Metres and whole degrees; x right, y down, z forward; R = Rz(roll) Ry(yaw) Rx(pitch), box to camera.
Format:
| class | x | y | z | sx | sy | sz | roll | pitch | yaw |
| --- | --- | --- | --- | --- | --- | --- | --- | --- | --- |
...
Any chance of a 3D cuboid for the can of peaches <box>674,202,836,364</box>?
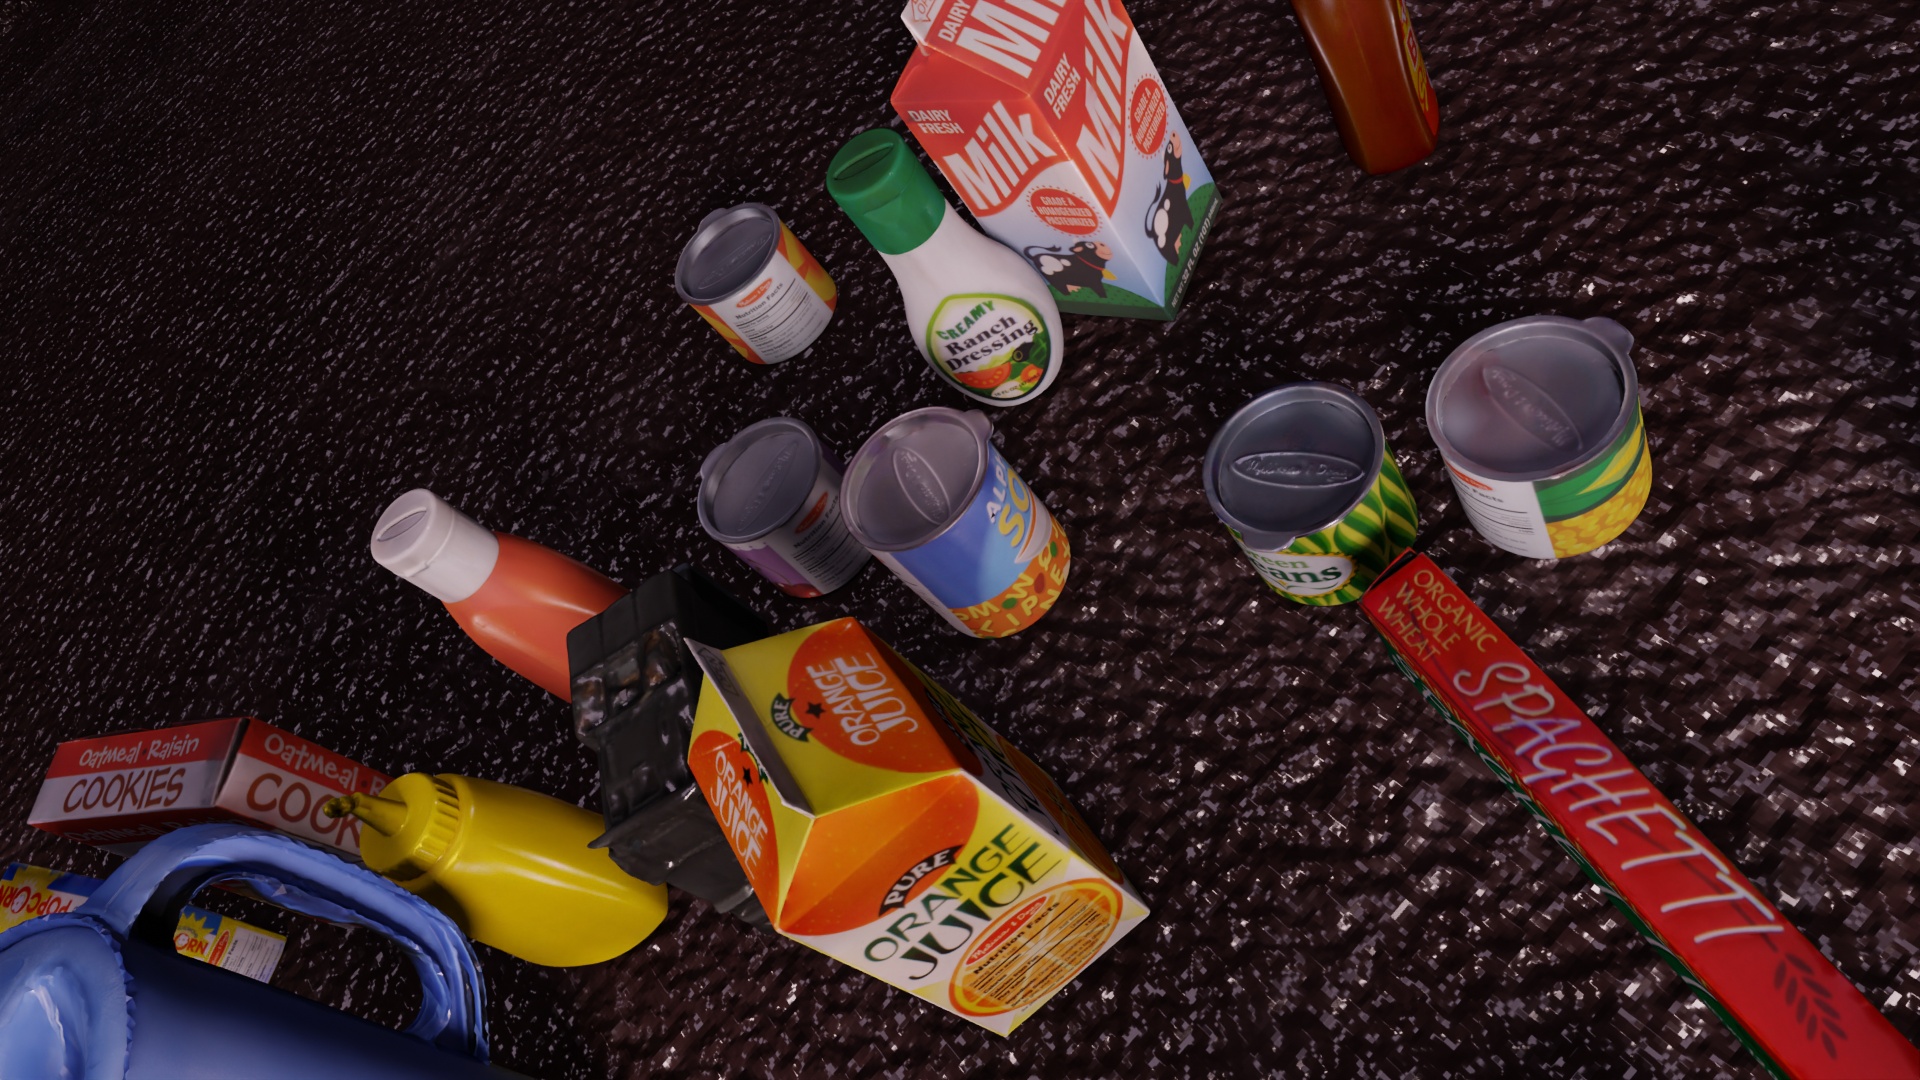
| class | x | y | z | sx | sy | sz | roll | pitch | yaw |
| --- | --- | --- | --- | --- | --- | --- | --- | --- | --- |
| can of peaches | -0.109 | -0.138 | 0.742 | 0.071 | 0.058 | 0.071 | -16 | 55 | 23 |

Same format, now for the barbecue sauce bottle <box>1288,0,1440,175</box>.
| class | x | y | z | sx | sy | sz | roll | pitch | yaw |
| --- | --- | --- | --- | --- | --- | --- | --- | --- | --- |
| barbecue sauce bottle | 0.159 | -0.221 | 0.569 | 0.043 | 0.148 | 0.065 | -17 | 54 | 22 |

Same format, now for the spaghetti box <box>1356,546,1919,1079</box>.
| class | x | y | z | sx | sy | sz | roll | pitch | yaw |
| --- | --- | --- | --- | --- | --- | --- | --- | --- | --- |
| spaghetti box | 0.205 | 0.098 | 0.404 | 0.028 | 0.050 | 0.251 | -39 | 49 | 5 |

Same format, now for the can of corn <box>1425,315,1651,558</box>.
| class | x | y | z | sx | sy | sz | roll | pitch | yaw |
| --- | --- | --- | --- | --- | --- | --- | --- | --- | --- |
| can of corn | 0.205 | -0.036 | 0.484 | 0.071 | 0.058 | 0.071 | -16 | 55 | 23 |

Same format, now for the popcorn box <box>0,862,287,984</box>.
| class | x | y | z | sx | sy | sz | roll | pitch | yaw |
| --- | --- | --- | --- | --- | --- | --- | --- | --- | --- |
| popcorn box | -0.417 | 0.198 | 0.700 | 0.126 | 0.085 | 0.038 | -1 | 61 | 31 |

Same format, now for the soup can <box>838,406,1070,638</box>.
| class | x | y | z | sx | sy | sz | roll | pitch | yaw |
| --- | --- | --- | --- | --- | --- | --- | --- | --- | --- |
| soup can | 0.002 | -0.007 | 0.574 | 0.071 | 0.083 | 0.071 | -16 | 55 | 23 |

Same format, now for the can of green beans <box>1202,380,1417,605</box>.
| class | x | y | z | sx | sy | sz | roll | pitch | yaw |
| --- | --- | --- | --- | --- | --- | --- | --- | --- | --- |
| can of green beans | 0.131 | -0.016 | 0.517 | 0.071 | 0.057 | 0.071 | -16 | 55 | 23 |

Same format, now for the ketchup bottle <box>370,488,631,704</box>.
| class | x | y | z | sx | sy | sz | roll | pitch | yaw |
| --- | --- | --- | --- | --- | --- | --- | --- | --- | --- |
| ketchup bottle | -0.197 | 0.029 | 0.630 | 0.064 | 0.148 | 0.044 | -26 | 51 | 16 |

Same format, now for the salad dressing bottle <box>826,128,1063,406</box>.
| class | x | y | z | sx | sy | sz | roll | pitch | yaw |
| --- | --- | --- | --- | --- | --- | --- | --- | --- | --- |
| salad dressing bottle | -0.005 | -0.116 | 0.604 | 0.064 | 0.147 | 0.044 | -24 | 52 | 17 |

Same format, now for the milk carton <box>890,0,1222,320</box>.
| class | x | y | z | sx | sy | sz | roll | pitch | yaw |
| --- | --- | --- | --- | --- | --- | --- | --- | --- | --- |
| milk carton | 0.037 | -0.177 | 0.589 | 0.073 | 0.190 | 0.072 | 11 | 68 | 36 |

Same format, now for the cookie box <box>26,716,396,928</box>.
| class | x | y | z | sx | sy | sz | roll | pitch | yaw |
| --- | --- | --- | --- | --- | --- | --- | --- | --- | --- |
| cookie box | -0.290 | 0.129 | 0.611 | 0.123 | 0.167 | 0.040 | -10 | 57 | 27 |

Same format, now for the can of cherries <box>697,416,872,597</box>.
| class | x | y | z | sx | sy | sz | roll | pitch | yaw |
| --- | --- | --- | --- | --- | --- | --- | --- | --- | --- |
| can of cherries | -0.080 | -0.016 | 0.646 | 0.071 | 0.058 | 0.072 | -16 | 55 | 23 |

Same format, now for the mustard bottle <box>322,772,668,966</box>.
| class | x | y | z | sx | sy | sz | roll | pitch | yaw |
| --- | --- | --- | --- | --- | --- | --- | --- | --- | --- |
| mustard bottle | -0.186 | 0.126 | 0.554 | 0.065 | 0.160 | 0.049 | -33 | 50 | 10 |

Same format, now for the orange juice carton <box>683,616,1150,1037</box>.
| class | x | y | z | sx | sy | sz | roll | pitch | yaw |
| --- | --- | --- | --- | --- | --- | --- | --- | --- | --- |
| orange juice carton | -0.018 | 0.092 | 0.450 | 0.073 | 0.192 | 0.072 | -42 | 49 | 3 |
